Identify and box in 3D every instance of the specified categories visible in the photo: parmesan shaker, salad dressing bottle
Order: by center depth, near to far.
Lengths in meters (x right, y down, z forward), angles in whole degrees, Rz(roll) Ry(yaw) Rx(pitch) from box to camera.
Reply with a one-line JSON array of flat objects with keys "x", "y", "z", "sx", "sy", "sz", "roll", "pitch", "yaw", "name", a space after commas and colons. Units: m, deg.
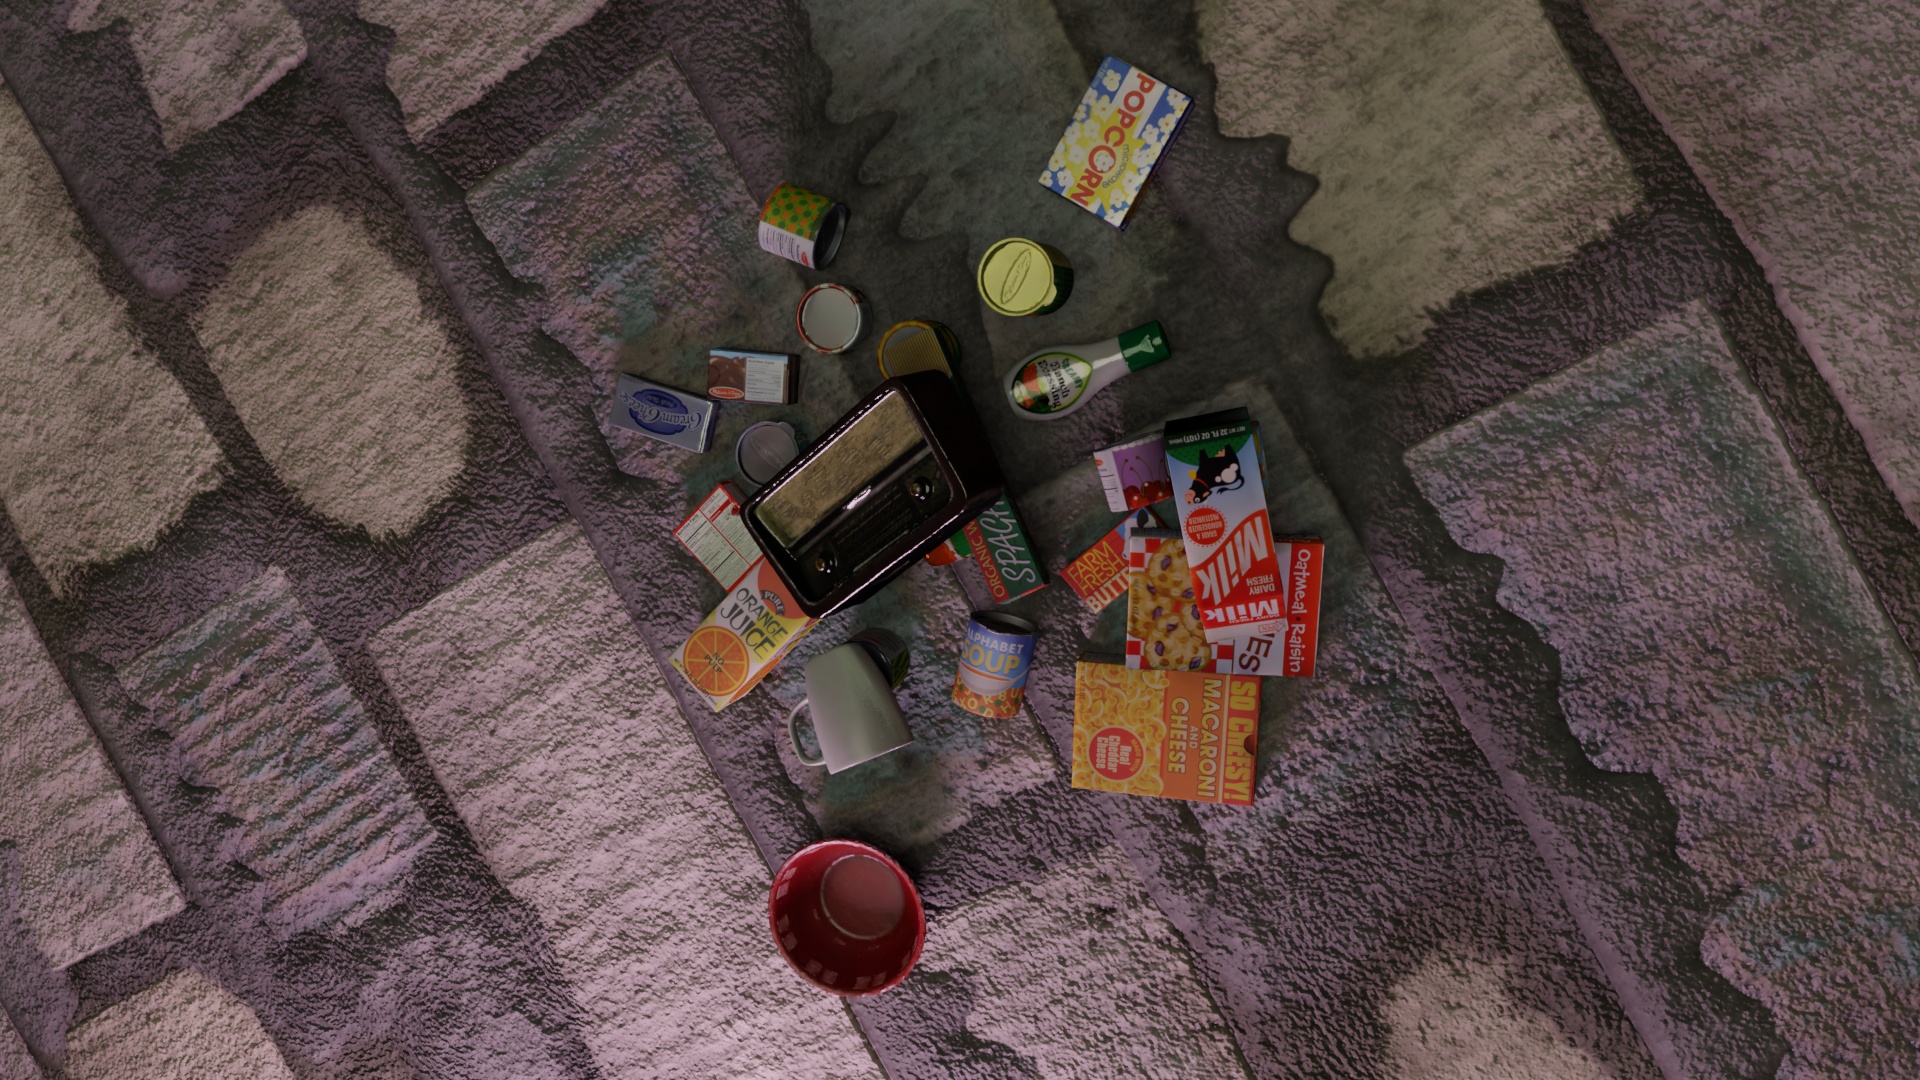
[{"x": 0.061, "y": -0.227, "z": 1.213, "sx": 0.071, "sy": 0.103, "sz": 0.071, "roll": 2, "pitch": 99, "yaw": 14, "name": "parmesan shaker"}, {"x": 0.113, "y": -0.154, "z": 1.241, "sx": 0.147, "sy": 0.044, "sz": 0.064, "roll": -20, "pitch": 94, "yaw": 16, "name": "salad dressing bottle"}]

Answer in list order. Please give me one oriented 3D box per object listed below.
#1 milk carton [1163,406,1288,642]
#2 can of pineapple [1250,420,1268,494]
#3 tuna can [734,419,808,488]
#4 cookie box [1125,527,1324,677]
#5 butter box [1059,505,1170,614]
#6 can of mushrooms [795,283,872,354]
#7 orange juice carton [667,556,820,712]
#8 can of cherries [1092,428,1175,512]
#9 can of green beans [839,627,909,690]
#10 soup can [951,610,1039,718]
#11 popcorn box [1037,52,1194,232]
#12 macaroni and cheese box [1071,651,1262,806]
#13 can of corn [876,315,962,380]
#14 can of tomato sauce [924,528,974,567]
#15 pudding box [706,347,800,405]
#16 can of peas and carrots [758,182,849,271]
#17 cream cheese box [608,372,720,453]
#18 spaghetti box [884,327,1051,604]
[{"x": 0.222, "y": -0.009, "z": 1.154, "sx": 0.072, "sy": 0.074, "sz": 0.190, "roll": -10, "pitch": 102, "yaw": 12, "name": "milk carton"}, {"x": 0.235, "y": -0.069, "z": 1.209, "sx": 0.058, "sy": 0.071, "sz": 0.071, "roll": -8, "pitch": 96, "yaw": 14, "name": "can of pineapple"}, {"x": -0.178, "y": -0.085, "z": 1.330, "sx": 0.071, "sy": 0.033, "sz": 0.071, "roll": 2, "pitch": 99, "yaw": 14, "name": "tuna can"}, {"x": 0.232, "y": 0.054, "z": 1.230, "sx": 0.167, "sy": 0.040, "sz": 0.122, "roll": 2, "pitch": 104, "yaw": 6, "name": "cookie box"}, {"x": 0.146, "y": 0.016, "z": 1.268, "sx": 0.103, "sy": 0.024, "sz": 0.053, "roll": -40, "pitch": 88, "yaw": 16, "name": "butter box"}, {"x": -0.120, "y": -0.208, "z": 1.298, "sx": 0.071, "sy": 0.033, "sz": 0.071, "roll": 2, "pitch": 99, "yaw": 14, "name": "can of mushrooms"}, {"x": -0.183, "y": 0.071, "z": 1.333, "sx": 0.192, "sy": 0.073, "sz": 0.072, "roll": -45, "pitch": 85, "yaw": 15, "name": "orange juice carton"}, {"x": 0.159, "y": -0.062, "z": 1.232, "sx": 0.071, "sy": 0.071, "sz": 0.058, "roll": -16, "pitch": 94, "yaw": 16, "name": "can of cherries"}, {"x": -0.088, "y": 0.120, "z": 1.324, "sx": 0.071, "sy": 0.058, "sz": 0.071, "roll": 2, "pitch": 99, "yaw": 14, "name": "can of green beans"}, {"x": 0.031, "y": 0.115, "z": 1.286, "sx": 0.071, "sy": 0.071, "sz": 0.083, "roll": 15, "pitch": 102, "yaw": 12, "name": "soup can"}, {"x": 0.136, "y": -0.346, "z": 1.211, "sx": 0.085, "sy": 0.038, "sz": 0.126, "roll": 31, "pitch": 104, "yaw": 7, "name": "popcorn box"}, {"x": 0.188, "y": 0.172, "z": 1.271, "sx": 0.166, "sy": 0.040, "sz": 0.123, "roll": 4, "pitch": 100, "yaw": 14, "name": "macaroni and cheese box"}, {"x": -0.038, "y": -0.171, "z": 1.269, "sx": 0.071, "sy": 0.058, "sz": 0.071, "roll": 2, "pitch": 99, "yaw": 14, "name": "can of corn"}, {"x": 0.005, "y": -0.016, "z": 1.277, "sx": 0.083, "sy": 0.071, "sz": 0.071, "roll": -19, "pitch": 93, "yaw": 17, "name": "can of tomato sauce"}, {"x": -0.198, "y": -0.157, "z": 1.326, "sx": 0.084, "sy": 0.030, "sz": 0.049, "roll": 6, "pitch": 101, "yaw": 13, "name": "pudding box"}, {"x": -0.144, "y": -0.290, "z": 1.276, "sx": 0.059, "sy": 0.071, "sz": 0.070, "roll": 23, "pitch": 103, "yaw": 11, "name": "can of peas and carrots"}, {"x": -0.289, "y": -0.125, "z": 1.356, "sx": 0.104, "sy": 0.024, "sz": 0.053, "roll": 18, "pitch": 102, "yaw": 11, "name": "cream cheese box"}, {"x": 0.007, "y": -0.065, "z": 1.220, "sx": 0.050, "sy": 0.029, "sz": 0.250, "roll": -24, "pitch": 88, "yaw": 17, "name": "spaghetti box"}]
